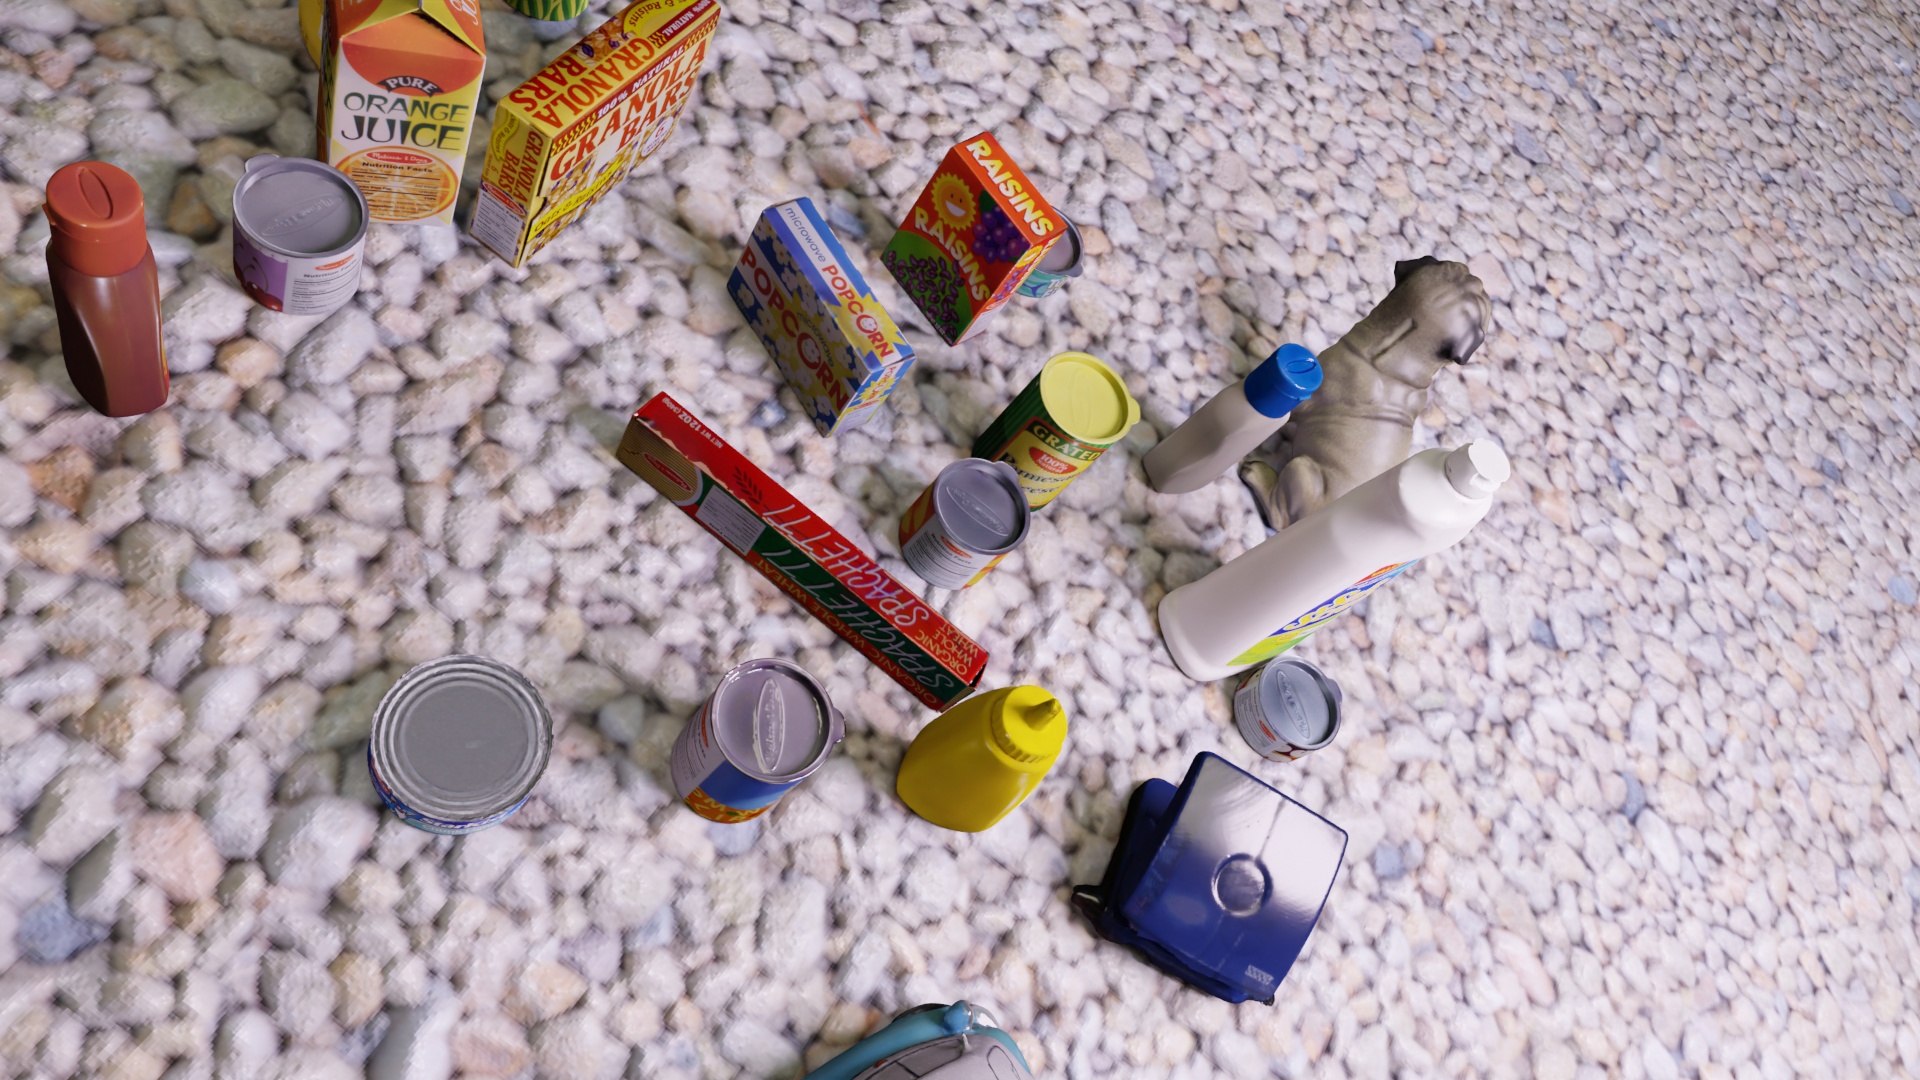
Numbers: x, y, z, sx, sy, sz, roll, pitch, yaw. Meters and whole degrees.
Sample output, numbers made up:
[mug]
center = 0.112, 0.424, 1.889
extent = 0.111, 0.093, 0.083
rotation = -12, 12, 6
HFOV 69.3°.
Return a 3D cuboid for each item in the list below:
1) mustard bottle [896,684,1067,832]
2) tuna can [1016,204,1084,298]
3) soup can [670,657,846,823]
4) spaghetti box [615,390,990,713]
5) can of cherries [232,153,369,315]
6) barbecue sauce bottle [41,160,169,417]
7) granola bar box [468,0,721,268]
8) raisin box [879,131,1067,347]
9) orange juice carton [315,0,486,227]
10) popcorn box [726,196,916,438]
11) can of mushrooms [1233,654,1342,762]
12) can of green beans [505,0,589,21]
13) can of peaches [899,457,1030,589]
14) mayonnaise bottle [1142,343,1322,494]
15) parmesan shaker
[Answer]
[mustard bottle]
center = 0.019, 0.113, 0.748
extent = 0.065, 0.159, 0.049
rotation = 33, 55, -9
[tuna can]
center = 0.056, -0.211, 1.018
extent = 0.071, 0.032, 0.071
rotation = 12, 60, -22
[soup can]
center = -0.108, 0.108, 0.733
extent = 0.071, 0.083, 0.071
rotation = 12, 60, -22
[spaghetti box]
center = -0.092, 0.010, 0.814
extent = 0.250, 0.050, 0.029
rotation = 39, 54, -4
[can of cherries]
center = -0.364, -0.168, 0.762
extent = 0.071, 0.058, 0.072
rotation = 12, 60, -22
[barbecue sauce bottle]
center = -0.406, -0.119, 0.659
extent = 0.044, 0.148, 0.065
rotation = -23, 77, -34
[granola bar box]
center = -0.220, -0.254, 0.841
extent = 0.039, 0.123, 0.166
rotation = 38, 54, -5
[raisin box]
center = 0.007, -0.199, 0.930
extent = 0.040, 0.123, 0.086
rotation = -33, 83, -36
[orange juice carton]
center = -0.306, -0.258, 0.756
extent = 0.073, 0.191, 0.072
rotation = -2, 66, -28
[popcorn box]
center = -0.090, -0.139, 0.872
extent = 0.038, 0.085, 0.127
rotation = -28, 79, -35
[can of mushrooms]
center = 0.220, 0.113, 0.930
extent = 0.071, 0.033, 0.071
rotation = 12, 60, -22
[can of green beans]
center = -0.275, -0.391, 0.927
extent = 0.071, 0.057, 0.071
rotation = 12, 60, -22
[can of peaches]
center = 0.003, -0.011, 0.869
extent = 0.071, 0.057, 0.071
rotation = 12, 60, -22
[mayonnaise bottle]
center = 0.187, -0.081, 0.945
extent = 0.065, 0.147, 0.041
rotation = -14, 72, -32
[parmesan shaker]
center = 0.060, -0.067, 0.900
extent = 0.071, 0.102, 0.071
rotation = 12, 60, -22
